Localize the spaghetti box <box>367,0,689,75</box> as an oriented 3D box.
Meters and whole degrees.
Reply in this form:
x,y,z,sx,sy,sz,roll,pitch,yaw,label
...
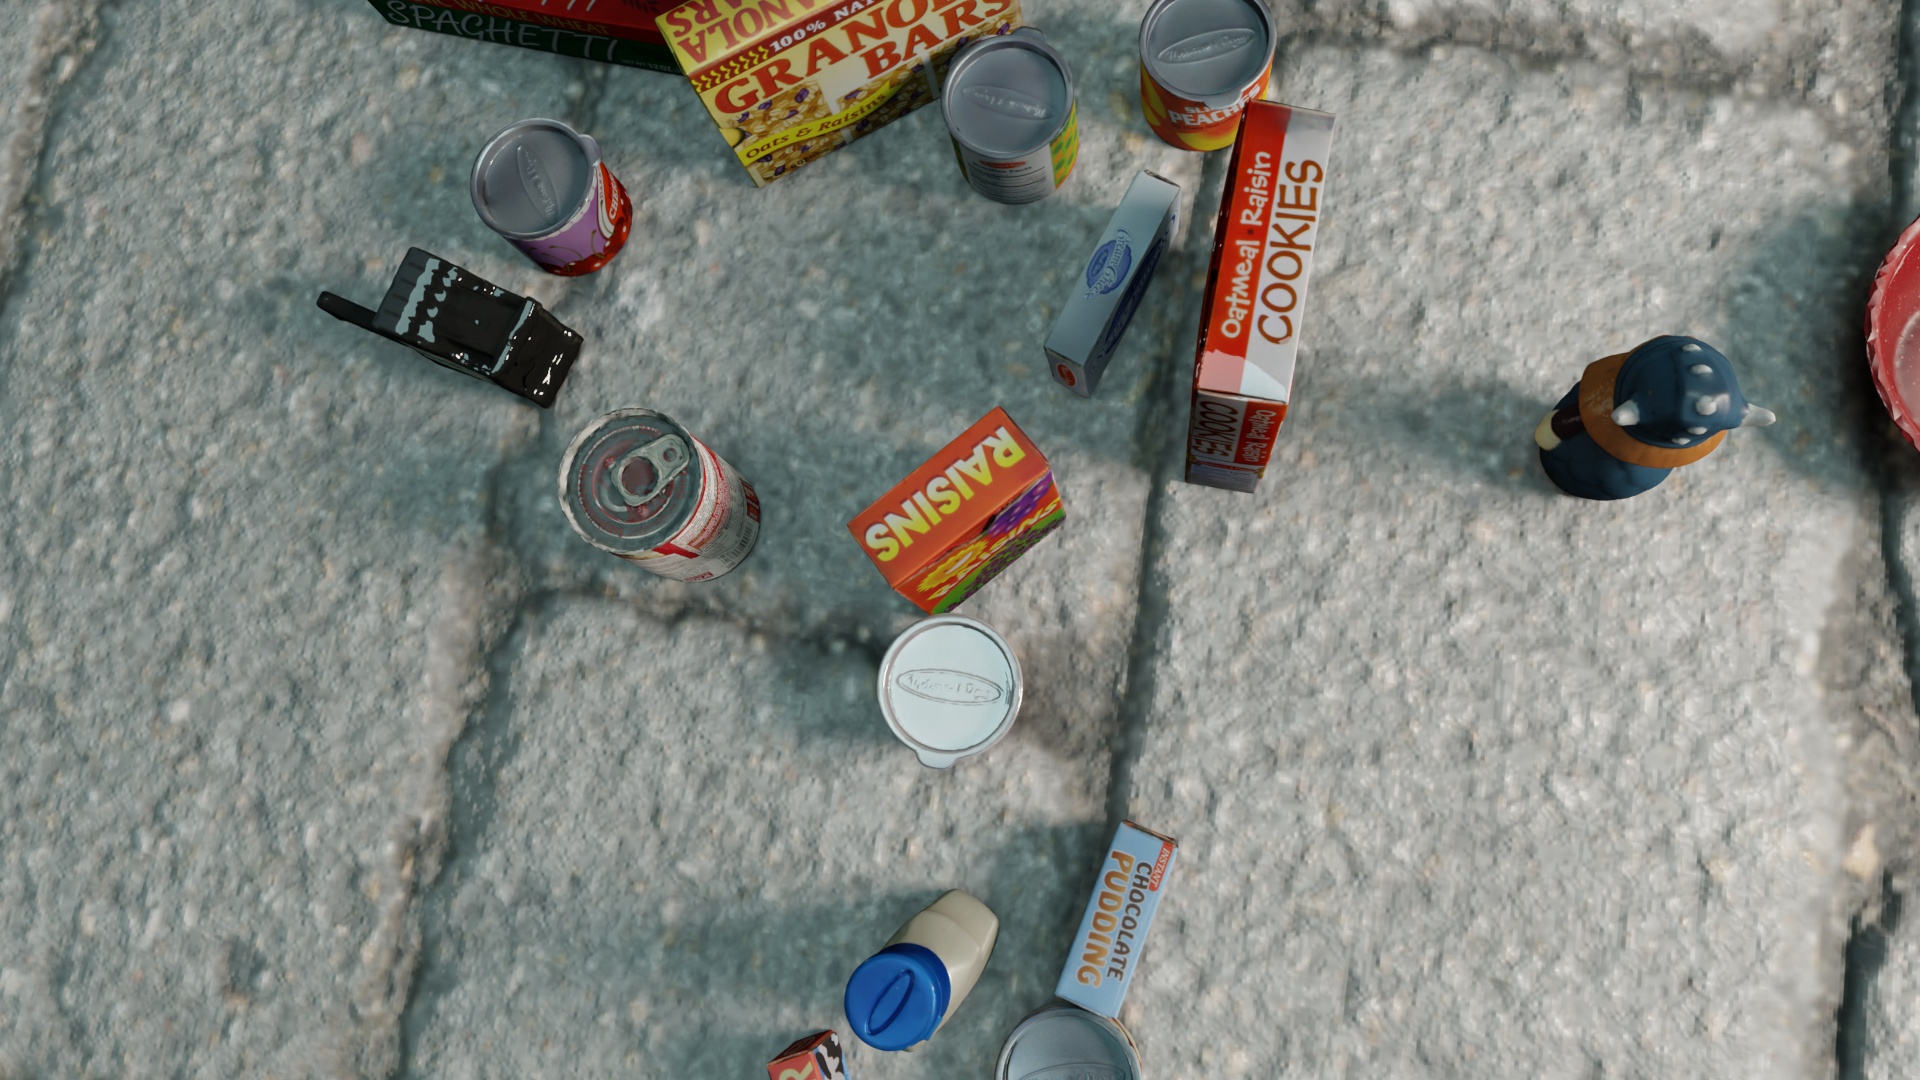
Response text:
x,y,z,sx,sy,sz,roll,pitch,yaw,label
-0.213,-0.288,0.759,0.250,0.050,0.029,13,82,10,spaghetti box

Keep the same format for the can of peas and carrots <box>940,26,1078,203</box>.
x,y,z,sx,sy,sz,roll,pitch,yaw,label
0.027,-0.216,0.709,0.071,0.058,0.071,-1,80,7,can of peas and carrots

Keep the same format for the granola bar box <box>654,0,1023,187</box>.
x,y,z,sx,sy,sz,roll,pitch,yaw,label
-0.052,-0.251,0.693,0.165,0.124,0.039,-27,78,2,granola bar box

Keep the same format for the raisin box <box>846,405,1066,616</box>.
x,y,z,sx,sy,sz,roll,pitch,yaw,label
0.002,-0.008,0.640,0.086,0.123,0.040,-37,78,0,raisin box

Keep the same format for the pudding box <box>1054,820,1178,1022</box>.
x,y,z,sx,sy,sz,roll,pitch,yaw,label
0.072,0.172,0.635,0.030,0.049,0.084,21,83,11,pudding box

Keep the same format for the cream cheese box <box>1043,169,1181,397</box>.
x,y,z,sx,sy,sz,roll,pitch,yaw,label
0.076,-0.126,0.689,0.024,0.053,0.104,27,84,11,cream cheese box

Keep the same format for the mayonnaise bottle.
x,y,z,sx,sy,sz,roll,pitch,yaw,label
-0.017,0.186,0.594,0.041,0.148,0.065,34,86,12,mayonnaise bottle

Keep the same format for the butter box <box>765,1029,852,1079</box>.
x,y,z,sx,sy,sz,roll,pitch,yaw,label
-0.056,0.280,0.630,0.024,0.053,0.103,-21,78,4,butter box

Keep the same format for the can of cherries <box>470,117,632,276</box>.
x,y,z,sx,sy,sz,roll,pitch,yaw,label
-0.212,-0.180,0.734,0.071,0.058,0.071,-1,80,7,can of cherries

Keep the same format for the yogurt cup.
x,y,z,sx,sy,sz,roll,pitch,yaw,label
-0.002,0.071,0.662,0.072,0.054,0.072,-1,80,7,yogurt cup

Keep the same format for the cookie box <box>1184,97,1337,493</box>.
x,y,z,sx,sy,sz,roll,pitch,yaw,label
0.128,-0.099,0.618,0.040,0.167,0.123,9,81,9,cookie box

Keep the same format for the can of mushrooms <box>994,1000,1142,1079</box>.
x,y,z,sx,sy,sz,roll,pitch,yaw,label
0.050,0.247,0.632,0.071,0.033,0.071,-1,79,7,can of mushrooms

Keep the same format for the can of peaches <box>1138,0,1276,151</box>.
x,y,z,sx,sy,sz,roll,pitch,yaw,label
0.124,-0.236,0.701,0.071,0.058,0.071,-1,80,7,can of peaches
